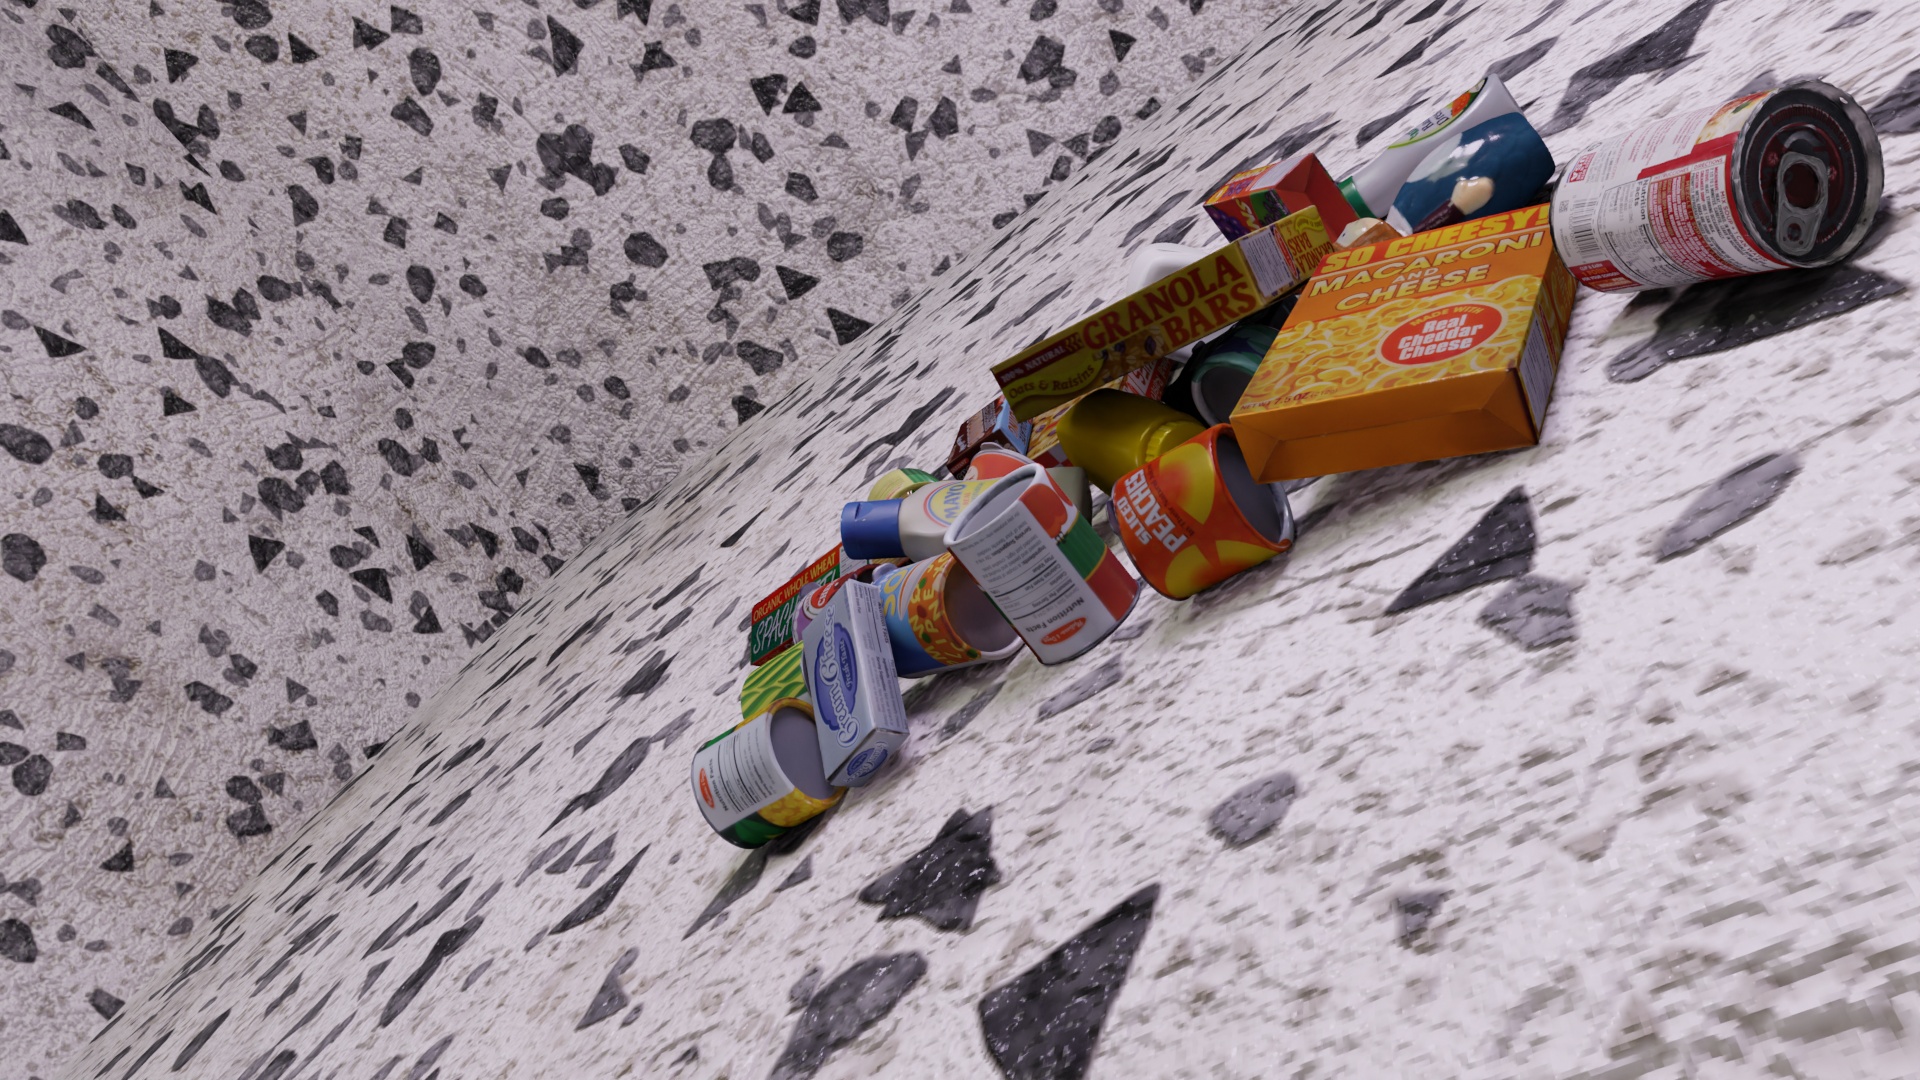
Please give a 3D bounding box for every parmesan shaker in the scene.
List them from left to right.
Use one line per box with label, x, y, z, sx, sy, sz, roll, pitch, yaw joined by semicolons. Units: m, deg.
parmesan shaker;-0.031;-0.019;1.035;0.071;0.071;0.103;-40;13;-1

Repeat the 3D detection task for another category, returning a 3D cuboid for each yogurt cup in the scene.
yogurt cup;0.025;-0.018;0.897;0.072;0.072;0.054;-19;33;56

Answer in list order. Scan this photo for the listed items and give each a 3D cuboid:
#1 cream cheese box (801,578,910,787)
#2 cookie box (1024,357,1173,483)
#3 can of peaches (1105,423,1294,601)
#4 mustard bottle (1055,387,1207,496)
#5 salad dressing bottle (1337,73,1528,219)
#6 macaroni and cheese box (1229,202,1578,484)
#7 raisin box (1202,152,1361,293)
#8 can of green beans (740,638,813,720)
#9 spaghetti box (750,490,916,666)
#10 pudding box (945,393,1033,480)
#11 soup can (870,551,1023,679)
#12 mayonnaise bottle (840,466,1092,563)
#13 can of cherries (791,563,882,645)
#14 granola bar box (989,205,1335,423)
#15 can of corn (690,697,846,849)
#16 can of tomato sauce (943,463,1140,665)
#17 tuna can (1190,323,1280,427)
cream cheese box;-0.059;0.077;0.762;0.053;0.024;0.104;-49;40;35
cookie box;0.085;-0.085;0.998;0.122;0.040;0.168;-32;17;30
can of peaches;0.111;-0.013;0.641;0.058;0.071;0.071;-30;17;33
mustard bottle;0.108;-0.051;0.792;0.049;0.065;0.160;-42;19;-8
salad dressing bottle;0.308;-0.255;0.945;0.147;0.044;0.064;-32;14;29
macaroni and cheese box;0.209;-0.092;0.639;0.123;0.040;0.167;-7;30;35
raisin box;0.223;-0.213;0.944;0.040;0.086;0.123;-42;14;-3
can of green beans;-0.088;0.094;0.829;0.057;0.071;0.071;-32;16;32
spaghetti box;-0.087;0.034;0.992;0.249;0.029;0.050;-33;52;50
pudding box;0.022;-0.069;0.966;0.049;0.030;0.084;-34;16;21
soup can;-0.009;0.039;0.786;0.083;0.071;0.072;-20;24;54
mayonnaise bottle;0.003;-0.010;0.833;0.148;0.041;0.065;-4;42;14
can of cherries;-0.067;0.052;0.895;0.058;0.071;0.072;-25;19;45
granola bar box;0.116;-0.126;0.781;0.165;0.039;0.125;-23;6;38
can of corn;-0.103;0.128;0.766;0.058;0.071;0.071;-32;15;26
can of tomato sauce;0.041;0.011;0.716;0.071;0.083;0.071;-37;14;11
tuna can;0.159;-0.079;0.732;0.033;0.071;0.071;-47;15;-24
